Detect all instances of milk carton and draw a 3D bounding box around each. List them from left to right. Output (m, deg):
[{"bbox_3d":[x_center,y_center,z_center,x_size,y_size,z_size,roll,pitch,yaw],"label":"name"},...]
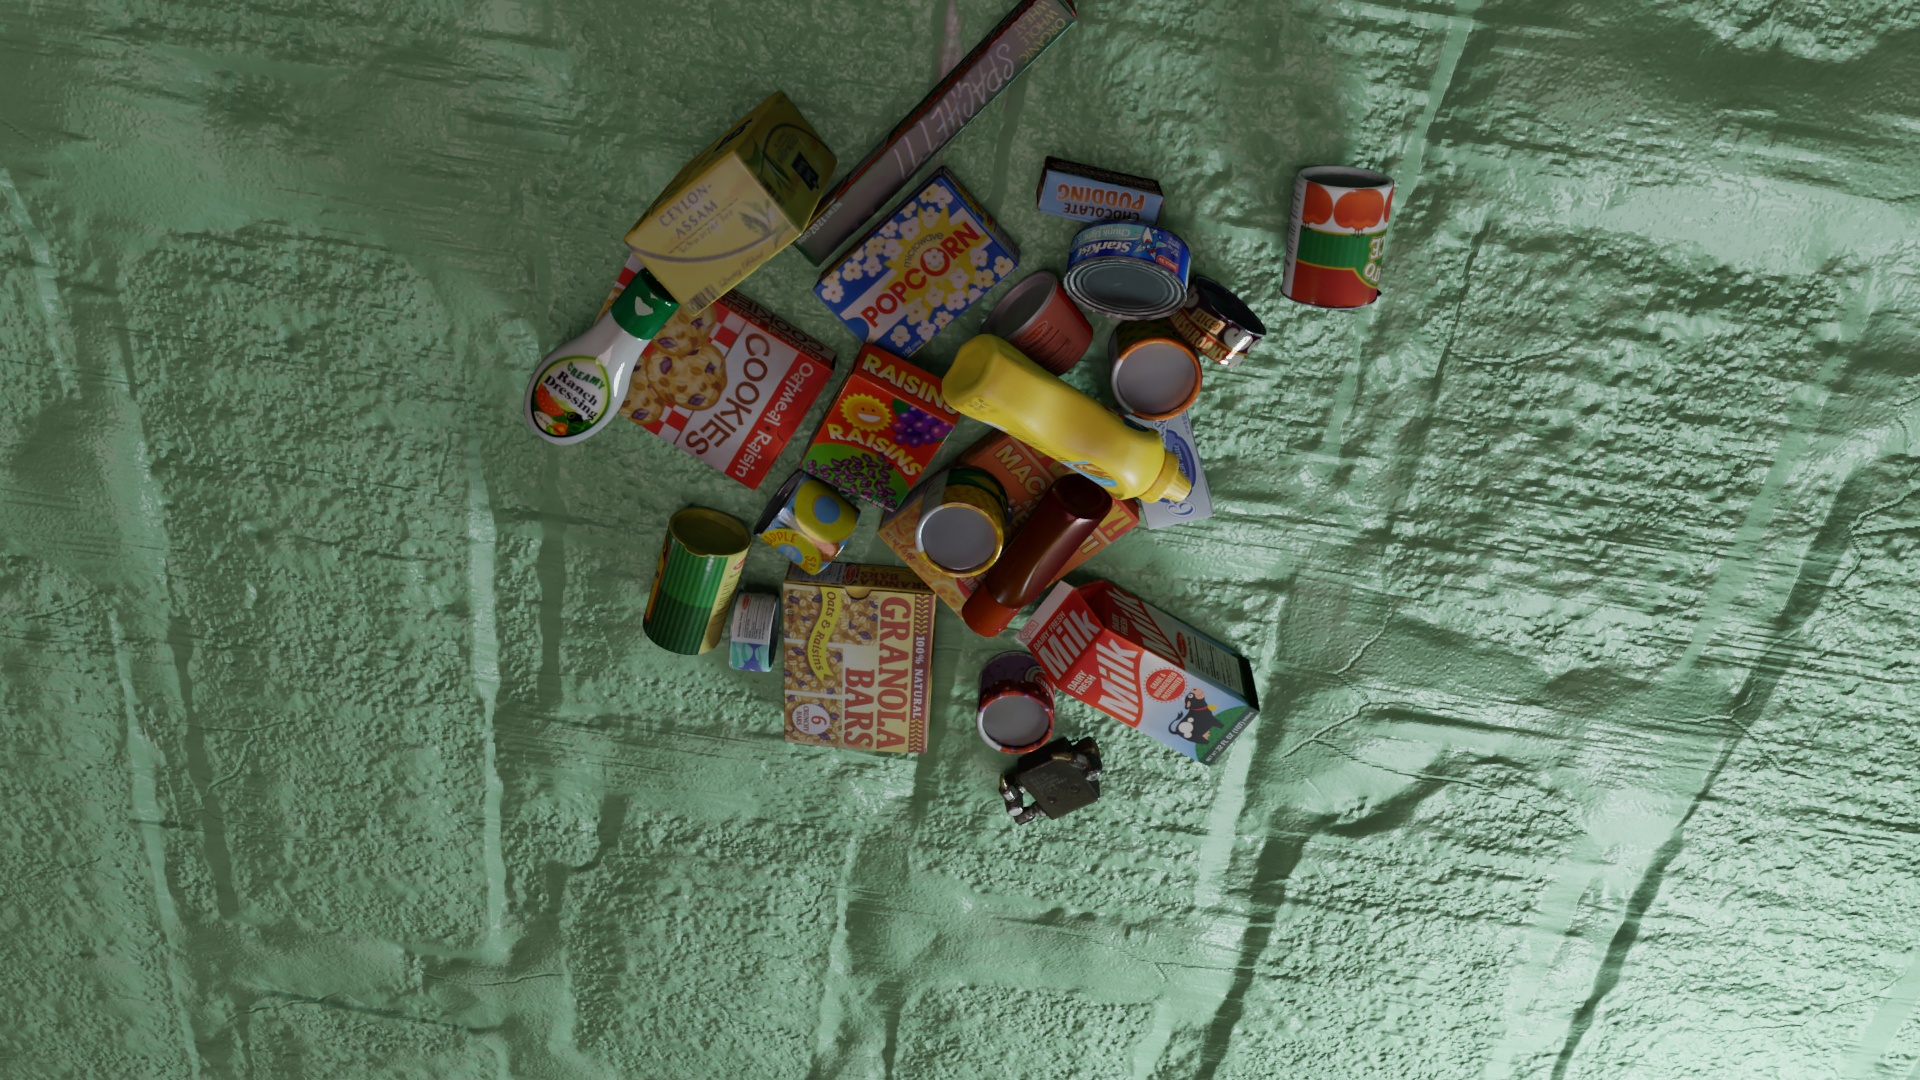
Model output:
[{"bbox_3d":[0.142,0.099,1.129,0.190,0.074,0.072,29,119,-13],"label":"milk carton"}]

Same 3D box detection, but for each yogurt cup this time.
[{"bbox_3d":[0.059,-0.153,1.004,0.072,0.073,0.054,-38,119,22],"label":"yogurt cup"}]

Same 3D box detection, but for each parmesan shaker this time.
[{"bbox_3d":[-0.215,0.035,1.121,0.071,0.071,0.102,19,119,-6],"label":"parmesan shaker"}]

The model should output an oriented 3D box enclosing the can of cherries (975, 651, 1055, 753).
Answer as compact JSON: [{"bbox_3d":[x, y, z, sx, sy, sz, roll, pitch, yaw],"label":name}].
[{"bbox_3d":[0.049,0.135,1.166,0.071,0.059,0.071,2,119,4],"label":"can of cherries"}]

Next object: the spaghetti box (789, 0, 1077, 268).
[{"bbox_3d":[-0.021,-0.282,0.944,0.249,0.050,0.028,-39,112,22],"label":"spaghetti box"}]

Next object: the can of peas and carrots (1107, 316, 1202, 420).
[{"bbox_3d":[0.144,-0.129,1.013,0.071,0.059,0.070,2,120,3],"label":"can of peas and carrots"}]

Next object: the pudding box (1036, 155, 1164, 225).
[{"bbox_3d":[0.096,-0.238,0.961,0.084,0.050,0.030,12,118,-3],"label":"pudding box"}]

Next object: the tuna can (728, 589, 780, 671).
[{"bbox_3d":[-0.169,0.076,1.146,0.033,0.071,0.070,6,119,-1],"label":"tuna can"}]

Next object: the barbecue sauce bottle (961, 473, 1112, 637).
[{"bbox_3d":[0.053,0.015,1.052,0.044,0.065,0.147,47,125,14],"label":"barbecue sauce bottle"}]

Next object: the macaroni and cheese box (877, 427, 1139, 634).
[{"bbox_3d":[0.038,-0.019,1.092,0.166,0.040,0.123,-36,110,22],"label":"macaroni and cheese box"}]

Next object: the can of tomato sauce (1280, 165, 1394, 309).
[{"bbox_3d":[0.261,-0.209,0.956,0.071,0.071,0.082,2,119,3],"label":"can of tomato sauce"}]

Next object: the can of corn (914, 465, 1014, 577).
[{"bbox_3d":[0.004,-0.013,1.041,0.071,0.058,0.070,3,119,5],"label":"can of corn"}]

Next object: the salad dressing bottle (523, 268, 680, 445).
[{"bbox_3d":[-0.257,-0.132,1.002,0.064,0.044,0.147,39,115,-14],"label":"salad dressing bottle"}]

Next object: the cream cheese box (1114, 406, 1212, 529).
[{"bbox_3d":[0.157,-0.061,1.070,0.053,0.024,0.103,-14,117,13],"label":"cream cheese box"}]

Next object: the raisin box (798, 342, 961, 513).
[{"bbox_3d":[-0.059,-0.082,1.040,0.086,0.040,0.122,27,141,-10],"label":"raisin box"}]

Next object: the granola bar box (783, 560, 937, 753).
[{"bbox_3d":[-0.085,0.100,1.167,0.124,0.039,0.164,4,119,1],"label":"granola bar box"}]

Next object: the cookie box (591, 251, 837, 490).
[{"bbox_3d":[-0.195,-0.130,1.046,0.167,0.040,0.122,30,116,-12],"label":"cookie box"}]

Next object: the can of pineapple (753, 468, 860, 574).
[{"bbox_3d":[-0.121,-0.013,1.090,0.058,0.071,0.070,37,115,-16],"label":"can of pineapple"}]

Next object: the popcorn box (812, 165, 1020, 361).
[{"bbox_3d":[-0.031,-0.195,1.000,0.126,0.038,0.085,-37,112,21],"label":"popcorn box"}]

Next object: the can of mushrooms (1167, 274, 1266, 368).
[{"bbox_3d":[0.181,-0.156,0.989,0.071,0.071,0.033,33,118,-14],"label":"can of mushrooms"}]
